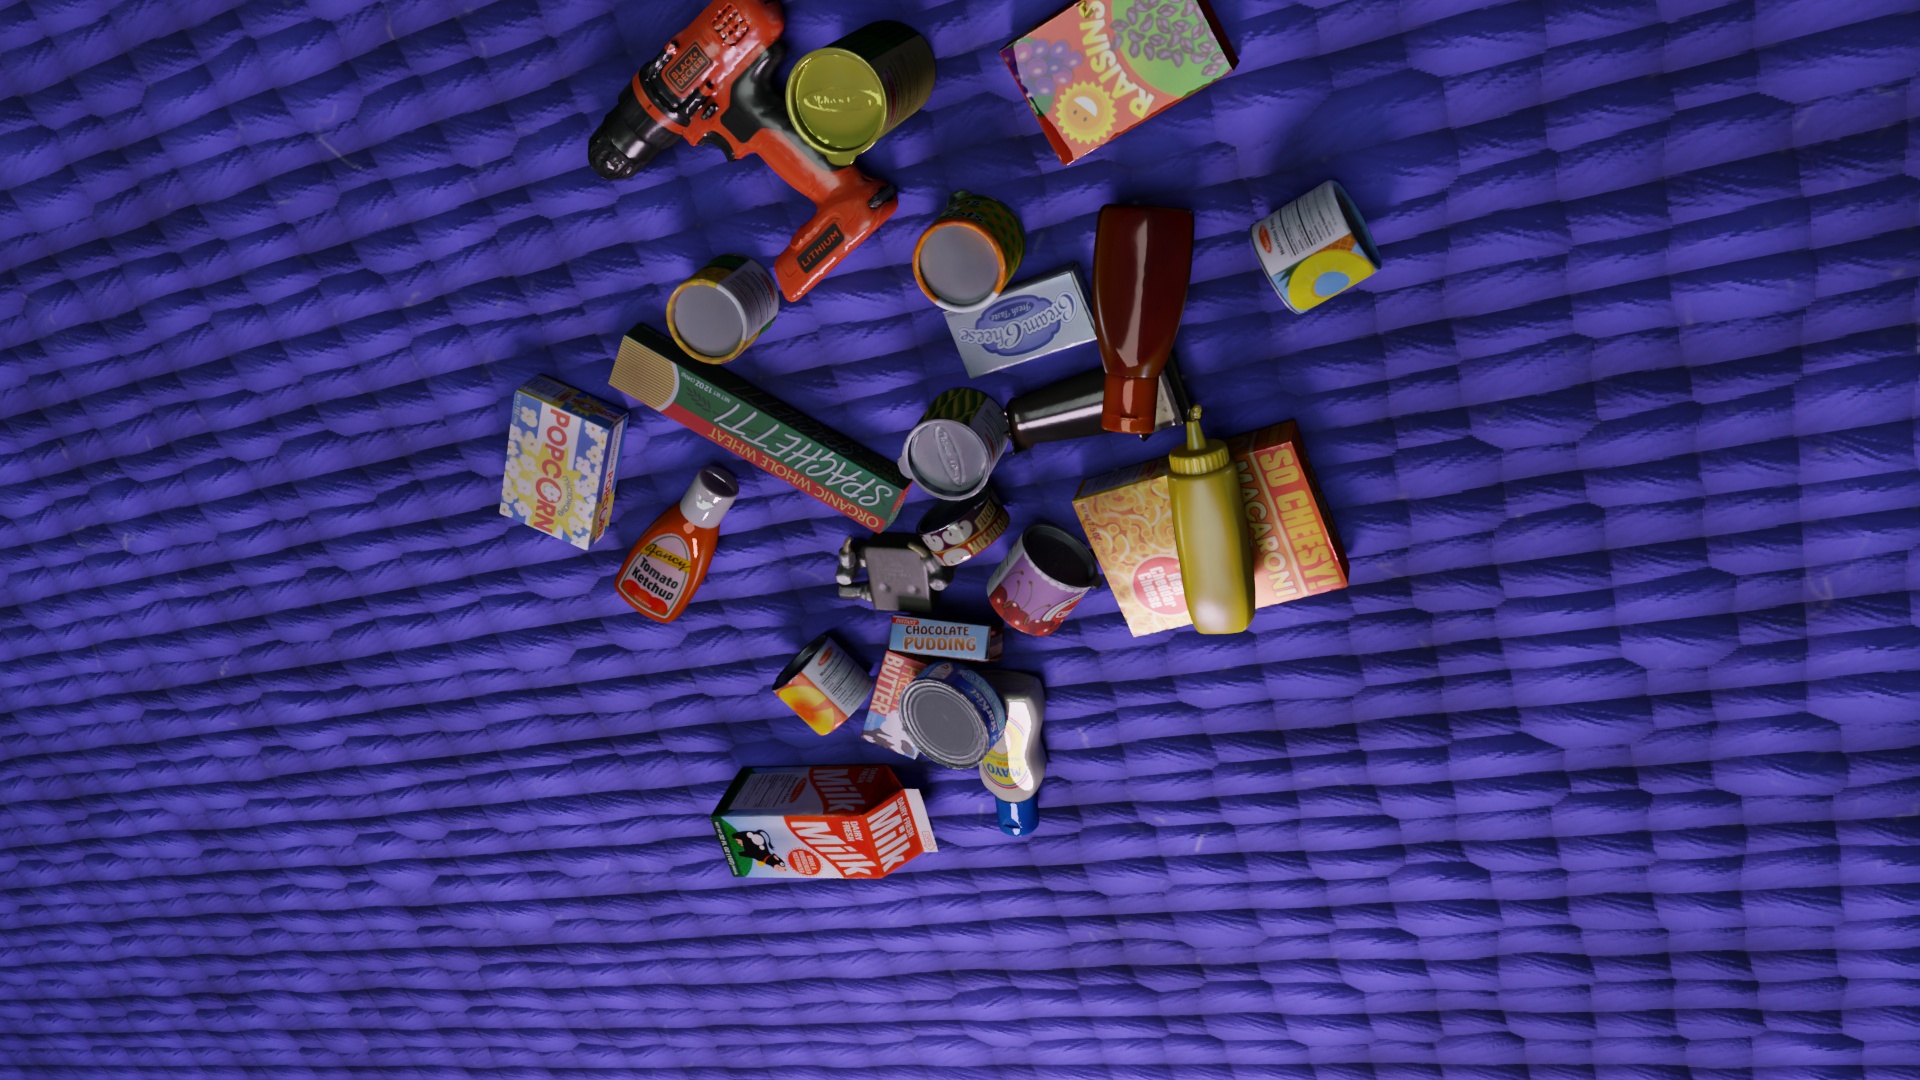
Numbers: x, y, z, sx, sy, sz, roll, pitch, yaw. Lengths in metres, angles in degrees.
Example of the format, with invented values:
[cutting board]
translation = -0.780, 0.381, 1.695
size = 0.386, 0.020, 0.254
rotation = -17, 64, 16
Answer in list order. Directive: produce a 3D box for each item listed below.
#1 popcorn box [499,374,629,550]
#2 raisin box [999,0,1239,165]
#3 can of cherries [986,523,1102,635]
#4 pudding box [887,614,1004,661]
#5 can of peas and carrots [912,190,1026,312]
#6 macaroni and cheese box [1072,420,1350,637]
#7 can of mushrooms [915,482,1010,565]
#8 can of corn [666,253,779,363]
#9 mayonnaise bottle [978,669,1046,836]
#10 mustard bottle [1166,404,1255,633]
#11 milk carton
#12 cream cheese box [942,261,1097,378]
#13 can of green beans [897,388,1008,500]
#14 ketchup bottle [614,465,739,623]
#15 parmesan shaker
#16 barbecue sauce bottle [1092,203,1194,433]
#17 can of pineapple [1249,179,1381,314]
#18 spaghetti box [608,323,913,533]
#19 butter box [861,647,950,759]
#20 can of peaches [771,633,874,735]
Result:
[popcorn box]
translation = -0.328, -0.064, 1.146
size = 0.085, 0.038, 0.126
rotation = 23, 123, 4
[raisin box]
translation = 0.099, -0.304, 0.869
size = 0.123, 0.040, 0.086
rotation = -24, 110, 27
[can of cherries]
translation = 0.064, 0.032, 1.056
size = 0.071, 0.072, 0.058
rotation = 33, 124, -2
[pudding box]
translation = -0.010, 0.078, 1.115
size = 0.084, 0.049, 0.030
rotation = 6, 87, 16
[can of peas and carrots]
translation = 0.005, -0.198, 0.948
size = 0.071, 0.059, 0.070
rotation = 8, 121, 13
[macaroni and cheese box]
translation = 0.183, -0.007, 1.012
size = 0.166, 0.040, 0.123
rotation = -16, 112, 26
[can of mushrooms]
translation = 0.004, -0.013, 1.049
size = 0.071, 0.071, 0.033
rotation = -24, 110, 28
[can of corn]
translation = -0.177, -0.170, 1.024
size = 0.071, 0.058, 0.070
rotation = 8, 121, 14
[mayonnaise bottle]
translation = 0.043, 0.180, 1.163
size = 0.065, 0.041, 0.147
rotation = 5, 120, 22
[mustard bottle]
translation = 0.169, -0.017, 0.950
size = 0.049, 0.065, 0.159
rotation = -6, 109, 18
[milk carton]
translation = -0.116, 0.250, 1.237
size = 0.190, 0.074, 0.072
rotation = -5, 117, 20
[cream cheese box]
translation = 0.044, -0.155, 0.981
size = 0.103, 0.024, 0.053
rotation = -15, 114, 25
[can of green beans]
translation = -0.002, -0.072, 1.024
size = 0.071, 0.058, 0.071
rotation = 8, 121, 14
[ketchup bottle]
translation = -0.230, 0.001, 1.149
size = 0.065, 0.044, 0.148
rotation = 36, 123, -4
[parmesan shaker]
translation = -0.062, -0.289, 0.891
size = 0.071, 0.103, 0.071
rotation = 8, 121, 14
[barbecue sauce bottle]
translation = 0.118, -0.147, 0.924
size = 0.065, 0.044, 0.148
rotation = 5, 102, 5
[can of pineapple]
translation = 0.226, -0.185, 0.881
size = 0.057, 0.071, 0.071
rotation = -28, 107, 29
[spaghetti box]
translation = -0.155, -0.087, 1.083
size = 0.250, 0.029, 0.050
rotation = 29, 124, 1
[butter box]
translation = -0.047, 0.134, 1.177
size = 0.053, 0.024, 0.103
rotation = 20, 123, 5
[can of peaches]
translation = -0.116, 0.122, 1.169
size = 0.058, 0.071, 0.071
rotation = 45, 122, -11
